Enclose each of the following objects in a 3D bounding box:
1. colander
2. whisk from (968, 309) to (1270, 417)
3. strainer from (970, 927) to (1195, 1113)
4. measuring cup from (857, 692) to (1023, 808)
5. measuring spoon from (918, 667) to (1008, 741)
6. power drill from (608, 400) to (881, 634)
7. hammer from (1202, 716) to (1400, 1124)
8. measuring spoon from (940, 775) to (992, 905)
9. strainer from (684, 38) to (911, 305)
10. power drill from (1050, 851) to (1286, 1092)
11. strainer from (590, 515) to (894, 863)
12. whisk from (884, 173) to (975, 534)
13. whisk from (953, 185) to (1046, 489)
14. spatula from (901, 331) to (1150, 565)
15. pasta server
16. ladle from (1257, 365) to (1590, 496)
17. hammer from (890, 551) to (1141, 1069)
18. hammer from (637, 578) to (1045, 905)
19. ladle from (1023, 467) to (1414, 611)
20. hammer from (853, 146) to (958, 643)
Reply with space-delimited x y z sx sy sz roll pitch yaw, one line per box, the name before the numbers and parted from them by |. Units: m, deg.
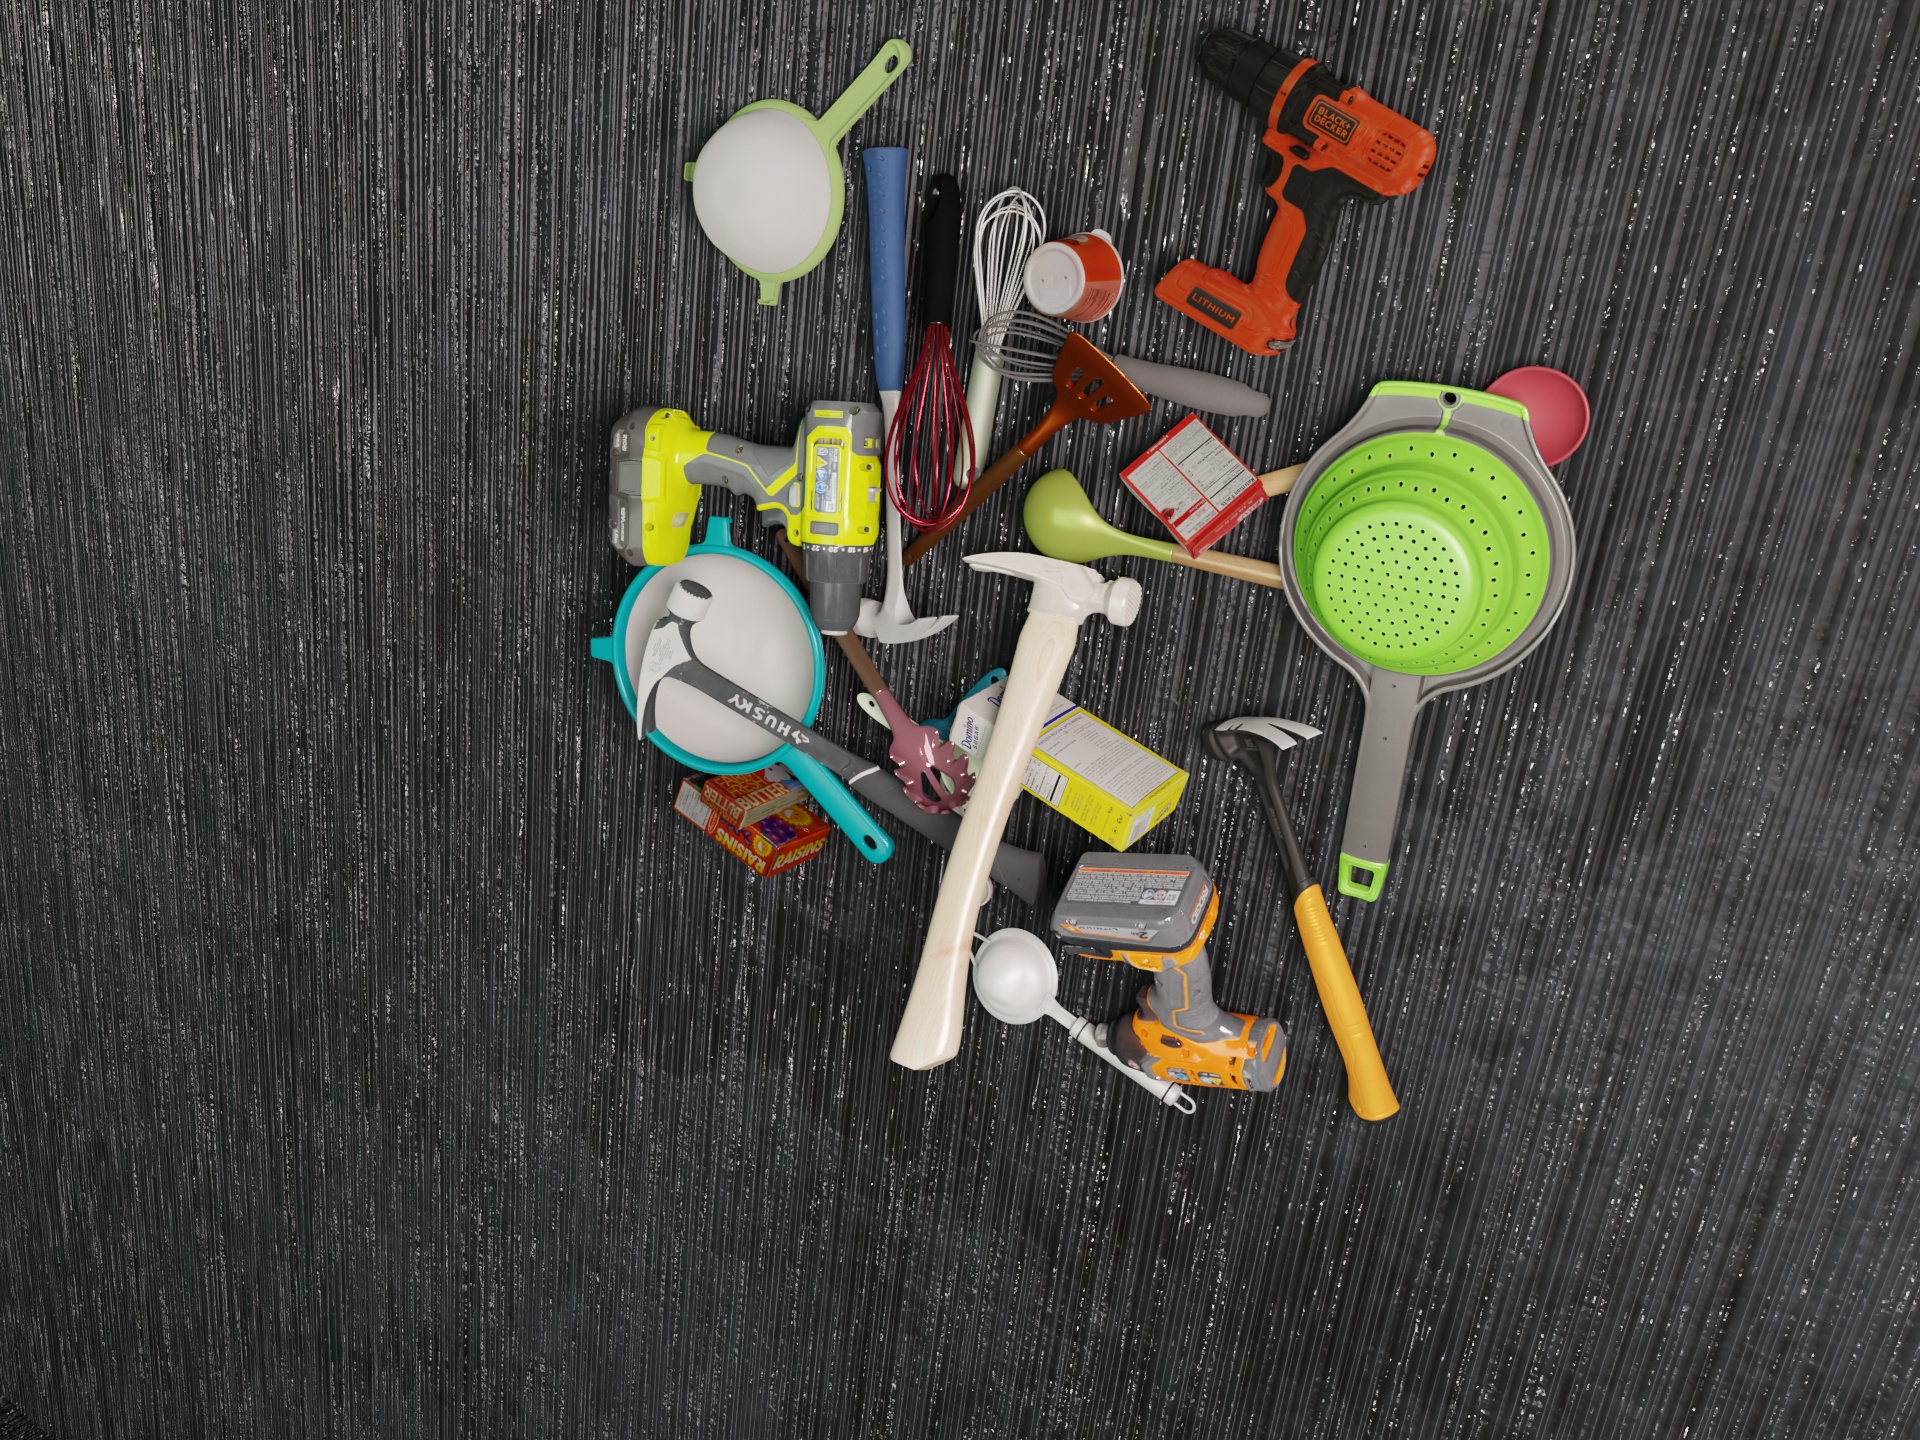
colander | 0.302 -0.031 1.120 0.204 0.094 0.396 15 118 24
whisk | 0.119 -0.266 1.210 0.239 0.055 0.055 18 113 15
strainer | 0.098 0.265 1.398 0.258 0.050 0.087 33 107 18
measuring cup | -0.014 0.015 1.385 0.168 0.038 0.083 32 127 13
measuring spoon | -0.002 -0.004 1.394 0.042 0.021 0.128 52 126 10
power drill | -0.176 -0.175 1.337 0.228 0.080 0.190 7 101 18
hammer | 0.278 0.157 1.224 0.337 0.034 0.127 70 162 -8
measuring spoon | 0.005 0.105 1.430 0.034 0.018 0.124 -16 88 36
strainer | -0.142 -0.473 1.321 0.256 0.069 0.151 -34 84 37
power drill | 0.154 0.209 1.278 0.164 0.084 0.226 -1 131 34
strainer | -0.164 -0.014 1.459 0.211 0.095 0.340 -41 89 23
whisk | -0.020 -0.292 1.260 0.073 0.073 0.296 -2 81 34
whisk | 0.024 -0.303 1.281 0.059 0.057 0.246 -129 43 -54
spatula | 0.034 -0.199 1.264 0.081 0.041 0.322 43 139 -9
pasta server | -0.081 -0.047 1.367 0.316 0.060 0.040 58 169 20
ladle | 0.294 -0.187 1.144 0.315 0.031 0.069 -10 99 37
hammer | 0.014 0.068 1.245 0.146 0.038 0.411 15 83 22
hammer | -0.104 0.042 1.385 0.409 0.036 0.149 31 112 6
ladle | 0.194 -0.130 1.222 0.320 0.062 0.078 16 134 22
hammer | -0.055 -0.264 1.326 0.144 0.035 0.405 18 112 58
